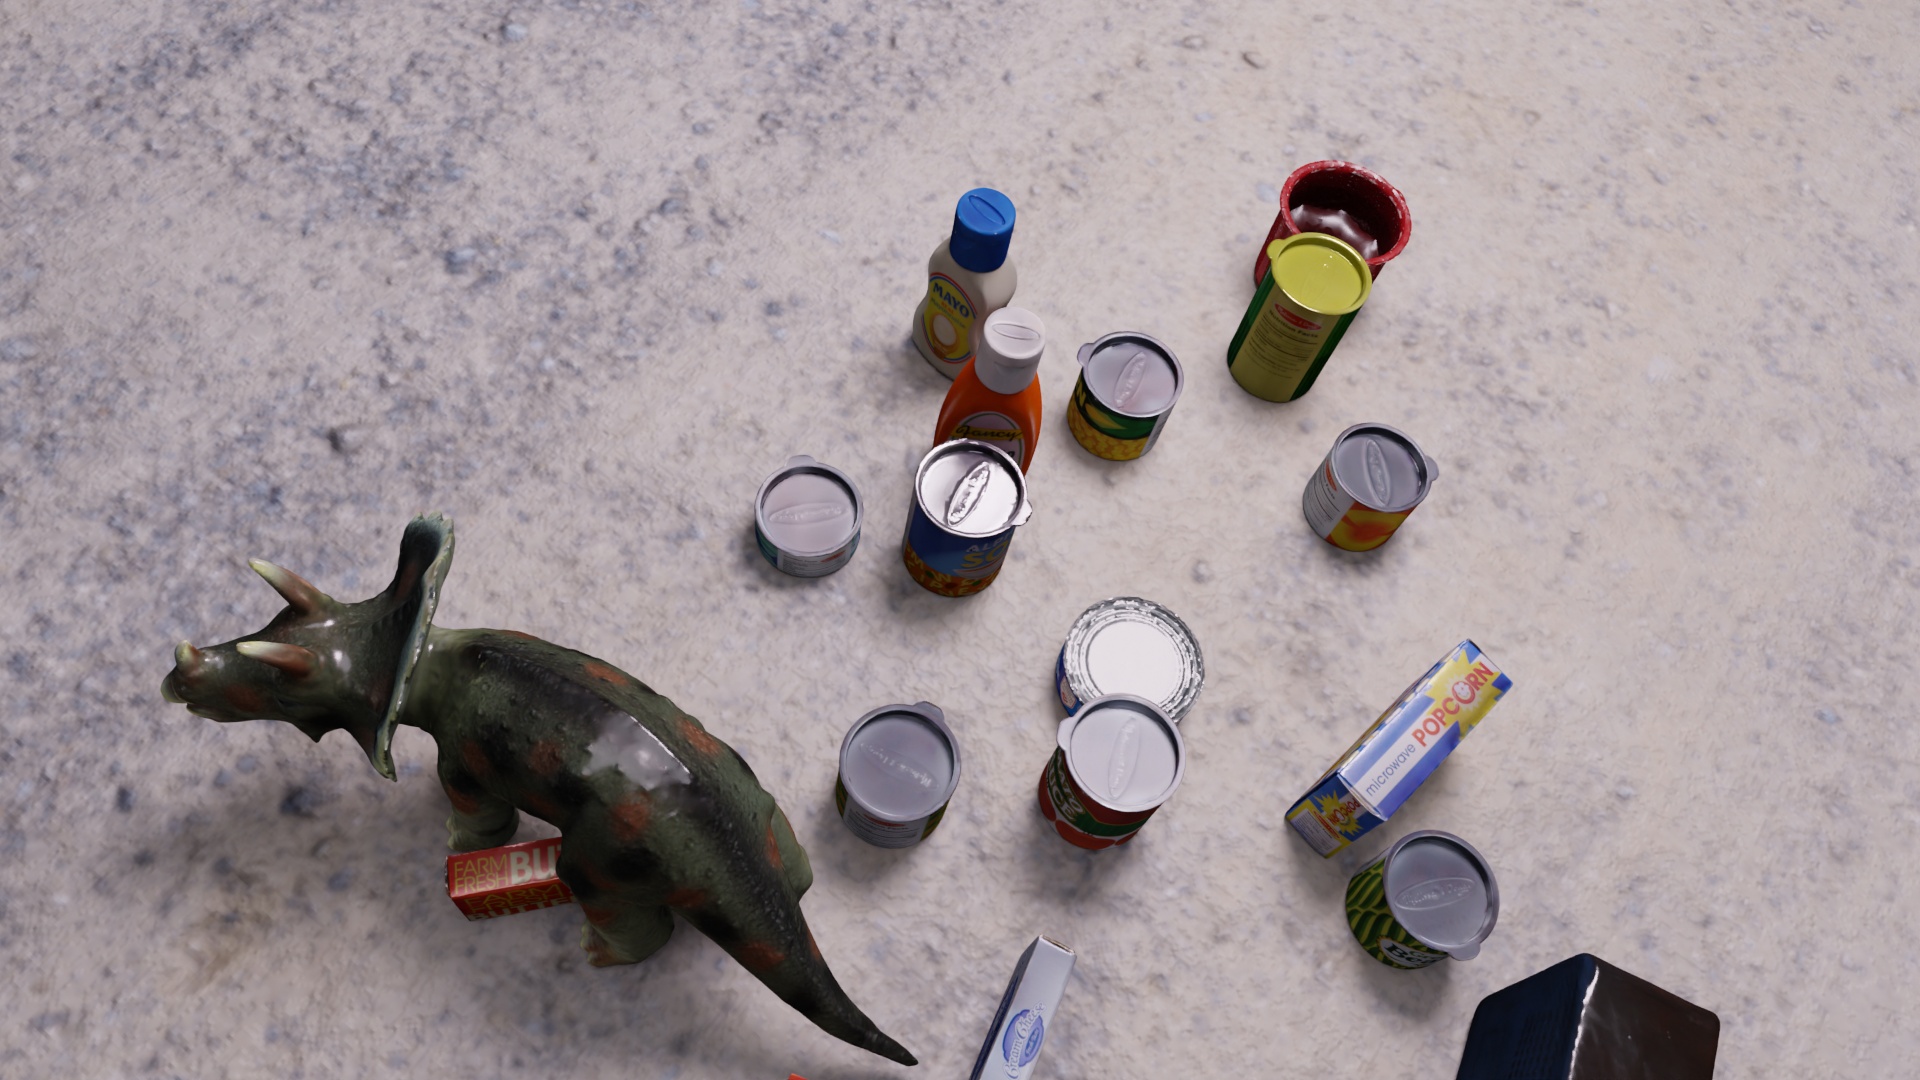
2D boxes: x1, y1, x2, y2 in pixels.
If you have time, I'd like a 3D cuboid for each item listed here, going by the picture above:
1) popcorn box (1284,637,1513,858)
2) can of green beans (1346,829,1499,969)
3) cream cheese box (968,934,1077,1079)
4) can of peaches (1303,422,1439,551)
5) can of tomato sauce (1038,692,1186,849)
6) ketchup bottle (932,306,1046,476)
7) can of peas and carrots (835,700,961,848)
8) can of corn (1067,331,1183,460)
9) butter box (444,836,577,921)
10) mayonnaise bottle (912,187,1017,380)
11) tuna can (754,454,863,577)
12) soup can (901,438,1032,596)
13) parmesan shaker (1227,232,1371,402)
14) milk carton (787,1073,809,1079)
[{"bbox_3d":[0.253,0.122,0.804,0.127,0.084,0.038,-38,73,-24],"label":"popcorn box"},{"bbox_3d":[0.257,0.202,0.778,0.071,0.057,0.071,4,62,-7],"label":"can of green beans"},{"bbox_3d":[0.027,0.260,0.715,0.024,0.053,0.104,25,62,5],"label":"cream cheese box"},{"bbox_3d":[0.266,-0.034,0.904,0.071,0.057,0.071,4,62,-7],"label":"can of peaches"},{"bbox_3d":[0.081,0.131,0.775,0.071,0.082,0.071,3,62,-7],"label":"can of tomato sauce"},{"bbox_3d":[0.021,-0.084,0.843,0.065,0.148,0.044,10,62,-3],"label":"ketchup bottle"},{"bbox_3d":[-0.035,0.130,0.773,0.071,0.058,0.071,4,62,-7],"label":"can of peas and carrots"},{"bbox_3d":[0.105,-0.095,0.913,0.071,0.058,0.071,4,62,-7],"label":"can of corn"},{"bbox_3d":[-0.211,0.174,0.727,0.104,0.053,0.024,-8,64,-12],"label":"butter box"},{"bbox_3d":[0.005,-0.161,0.882,0.065,0.147,0.041,42,65,13],"label":"mayonnaise bottle"},{"bbox_3d":[-0.094,-0.015,0.855,0.071,0.032,0.071,4,62,-7],"label":"tuna can"},{"bbox_3d":[0.003,-0.011,0.838,0.071,0.083,0.071,3,62,-7],"label":"soup can"},{"bbox_3d":[0.223,-0.150,0.934,0.071,0.102,0.071,3,62,-6],"label":"parmesan shaker"},{"bbox_3d":[-0.060,0.289,0.609,0.073,0.189,0.072,23,62,4],"label":"milk carton"}]
